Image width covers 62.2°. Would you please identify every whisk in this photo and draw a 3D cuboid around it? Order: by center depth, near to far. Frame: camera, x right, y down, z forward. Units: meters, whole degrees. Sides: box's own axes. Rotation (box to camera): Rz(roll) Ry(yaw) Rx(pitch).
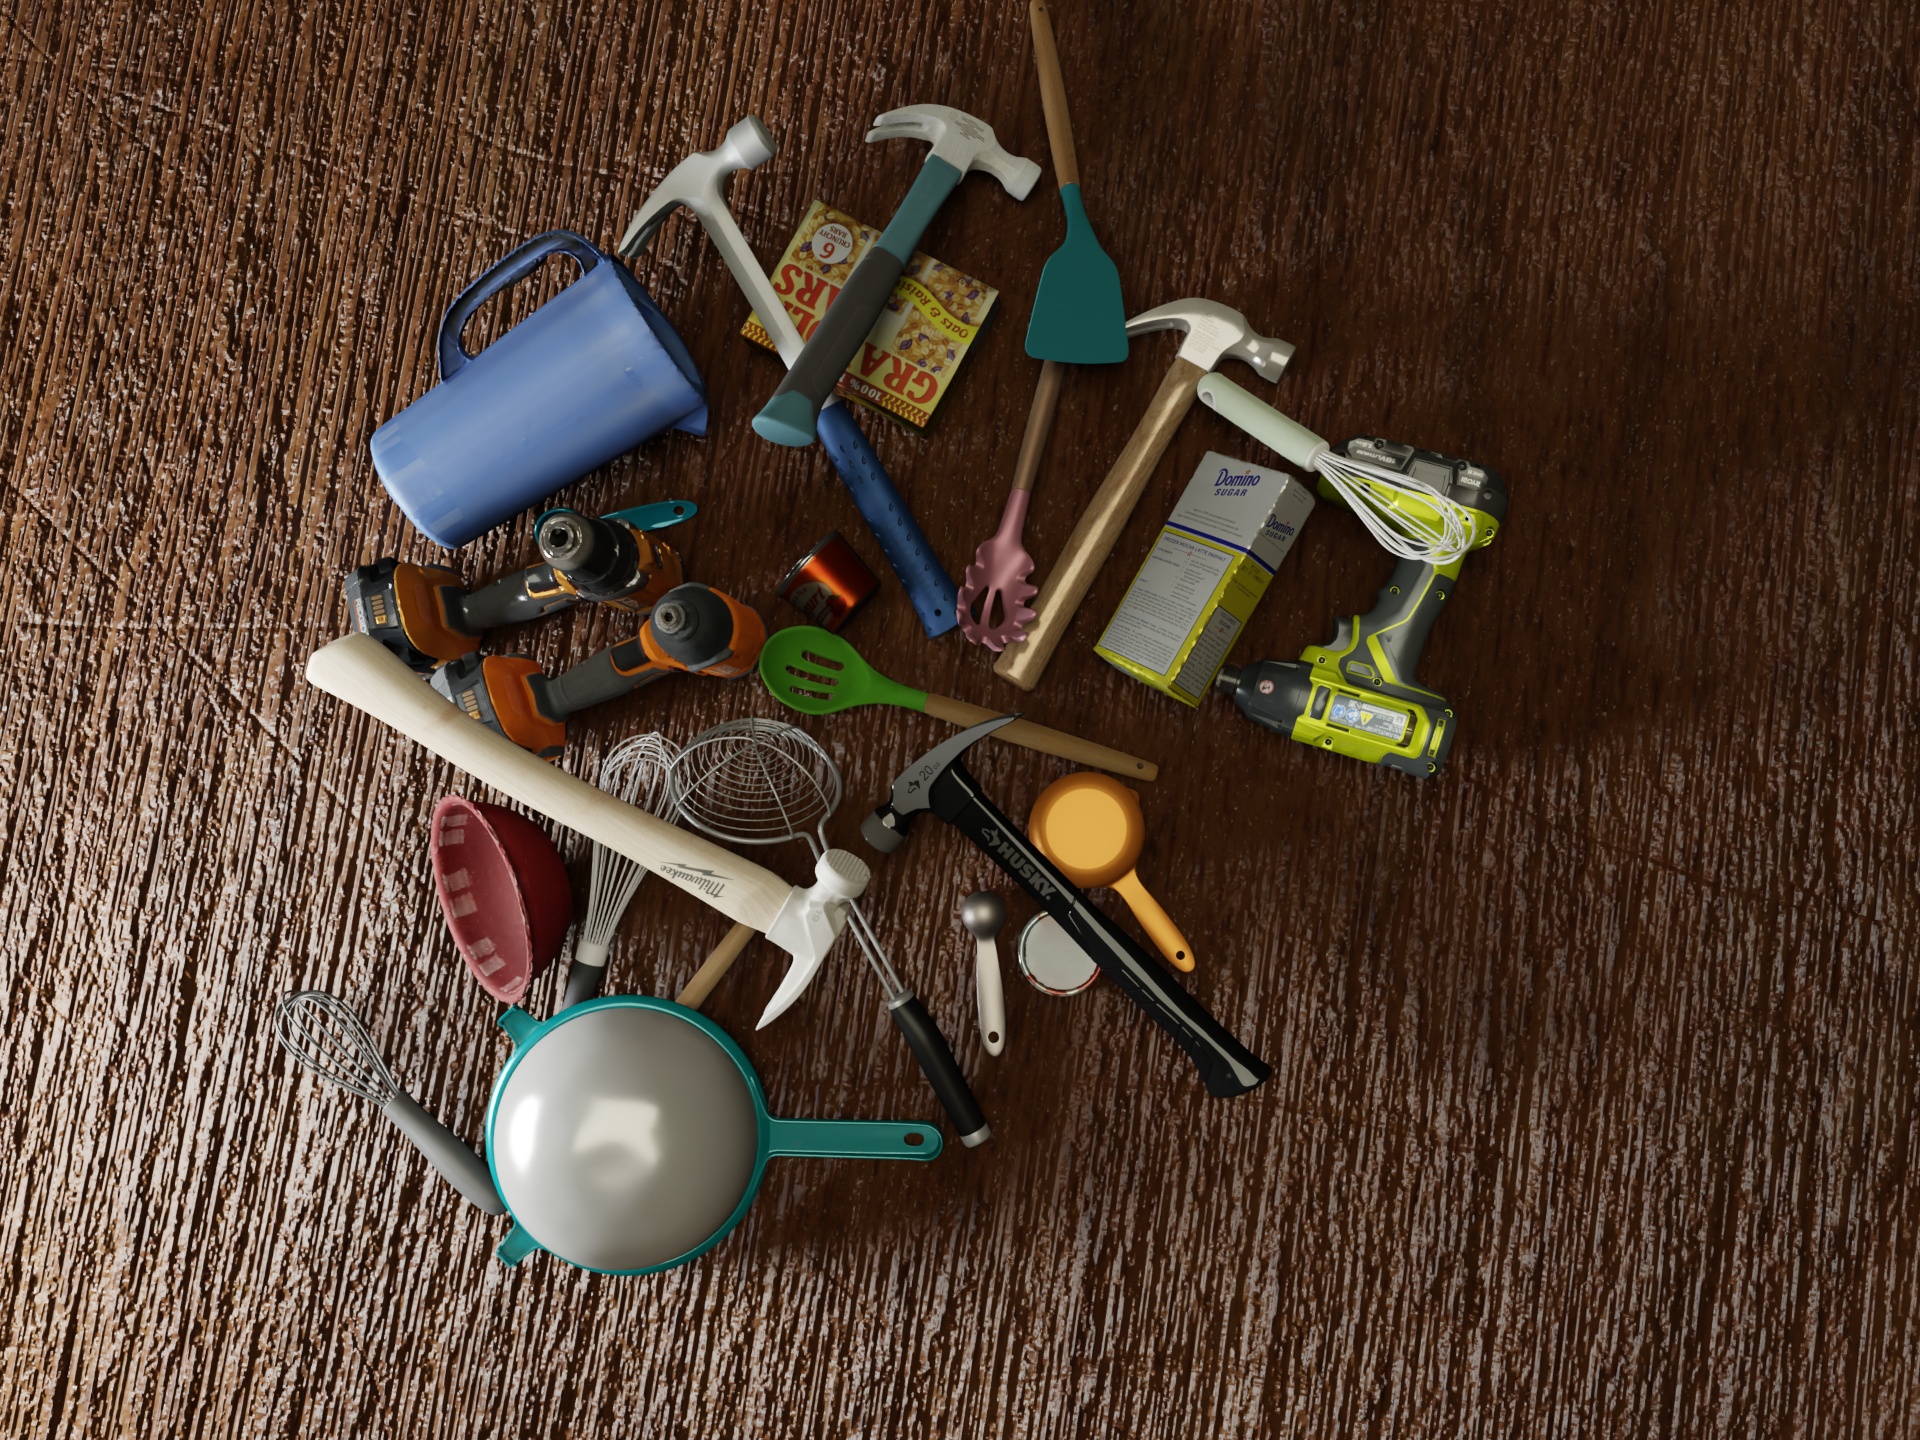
[{"bbox_3d":[0.260,-0.184,1.130,0.059,0.057,0.247,-37,57,-17],"label":"whisk"},{"bbox_3d":[-0.270,0.145,1.208,0.070,0.070,0.284,16,90,7],"label":"whisk"},{"bbox_3d":[-0.431,0.291,1.211,0.239,0.055,0.055,42,89,4],"label":"whisk"}]

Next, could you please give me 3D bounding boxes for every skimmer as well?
[{"bbox_3d":[-0.089,0.159,1.192,0.127,0.090,0.363,-31,94,-38],"label":"skimmer"}]

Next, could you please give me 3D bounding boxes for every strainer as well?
[{"bbox_3d":[-0.183,0.312,1.148,0.340,0.095,0.211,1,91,0],"label":"strainer"}]

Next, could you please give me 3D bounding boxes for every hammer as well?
[{"bbox_3d":[-0.273,0.066,1.119,0.410,0.038,0.146,29,111,-2],"label":"hammer"},{"bbox_3d":[0.092,0.140,1.136,0.335,0.035,0.146,44,107,6],"label":"hammer"},{"bbox_3d":[-0.059,-0.331,1.176,0.128,0.033,0.331,32,65,-10],"label":"hammer"},{"bbox_3d":[-0.112,-0.243,1.210,0.144,0.035,0.405,-29,92,16],"label":"hammer"},{"bbox_3d":[0.119,-0.174,1.215,0.130,0.031,0.331,30,88,7],"label":"hammer"}]

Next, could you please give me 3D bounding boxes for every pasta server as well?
[{"bbox_3d":[0.055,-0.201,1.208,0.060,0.040,0.316,17,79,-11],"label":"pasta server"}]

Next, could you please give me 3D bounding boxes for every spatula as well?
[{"bbox_3d":[0.076,-0.424,1.228,0.082,0.044,0.318,-1,69,-15],"label":"spatula"}]

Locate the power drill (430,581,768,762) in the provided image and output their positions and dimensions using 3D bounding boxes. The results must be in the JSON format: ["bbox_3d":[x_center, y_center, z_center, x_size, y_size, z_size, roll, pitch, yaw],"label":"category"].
[{"bbox_3d":[-0.265,-0.038,1.172,0.226,0.164,0.084,-21,84,5],"label":"power drill"}]

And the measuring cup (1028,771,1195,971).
[{"bbox_3d":[0.118,0.114,1.173,0.095,0.052,0.174,-37,80,1],"label":"measuring cup"}]

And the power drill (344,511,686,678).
[{"bbox_3d":[-0.334,-0.098,1.176,0.226,0.185,0.084,-14,84,7],"label":"power drill"}]

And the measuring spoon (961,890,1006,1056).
[{"bbox_3d":[0.021,0.190,1.192,0.034,0.018,0.124,-5,84,5],"label":"measuring spoon"}]

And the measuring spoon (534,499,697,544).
[{"bbox_3d":[-0.272,-0.160,1.259,0.128,0.021,0.042,-11,121,-4],"label":"measuring spoon"}]

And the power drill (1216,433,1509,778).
[{"bbox_3d":[0.297,-0.086,1.168,0.171,0.080,0.223,17,88,12],"label":"power drill"}]

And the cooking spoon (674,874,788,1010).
[{"bbox_3d":[-0.232,0.247,1.208,0.068,0.017,0.319,38,87,-4],"label":"cooking spoon"}]

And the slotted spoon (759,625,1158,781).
[{"bbox_3d":[-0.002,-0.004,1.211,0.314,0.031,0.070,17,70,5],"label":"slotted spoon"}]
